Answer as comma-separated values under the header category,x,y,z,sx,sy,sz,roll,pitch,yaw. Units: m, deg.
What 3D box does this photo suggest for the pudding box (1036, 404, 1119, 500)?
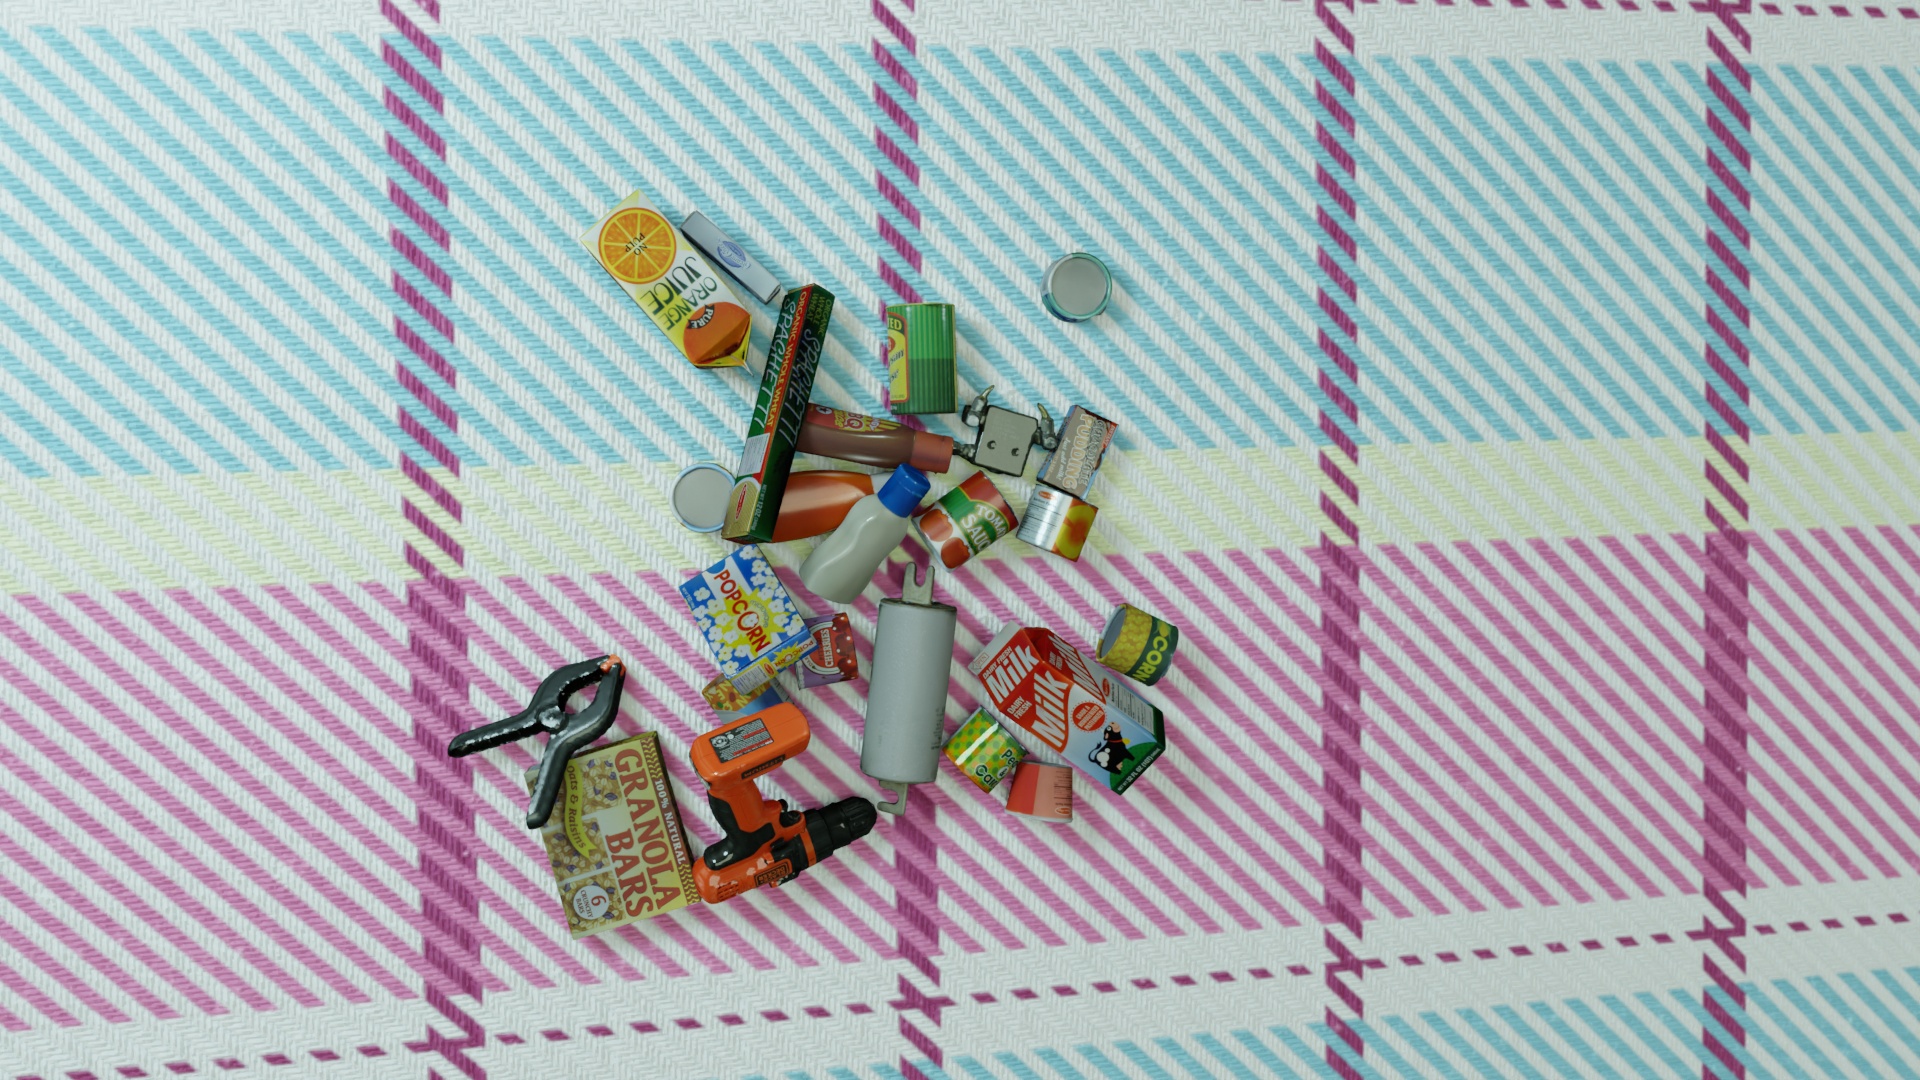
category,x,y,z,sx,sy,sz,roll,pitch,yaw
pudding box,0.116,-0.086,1.369,0.049,0.030,0.083,26,89,-10

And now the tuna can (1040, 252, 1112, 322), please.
category,x,y,z,sx,sy,sz,roll,pitch,yaw
tuna can,0.116,-0.246,1.359,0.071,0.033,0.071,0,93,-9

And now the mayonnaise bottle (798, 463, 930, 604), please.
category,x,y,z,sx,sy,sz,roll,pitch,yaw
mayonnaise bottle,-0.086,-0.007,1.304,0.065,0.041,0.147,24,114,-42

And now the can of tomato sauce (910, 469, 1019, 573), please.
category,x,y,z,sx,sy,sz,roll,pitch,yaw
can of tomato sauce,0.005,-0.017,1.334,0.083,0.071,0.071,-35,98,-5

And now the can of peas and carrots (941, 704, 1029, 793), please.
category,x,y,z,sx,sy,sz,roll,pitch,yaw
can of peas and carrots,0.025,0.205,1.348,0.059,0.071,0.071,-45,99,-3

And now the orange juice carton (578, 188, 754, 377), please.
category,x,y,z,sx,sy,sz,roll,pitch,yaw
orange juice carton,-0.255,-0.223,1.281,0.073,0.072,0.192,-42,98,-4

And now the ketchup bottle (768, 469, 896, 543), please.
category,x,y,z,sx,sy,sz,roll,pitch,yaw
ketchup bottle,-0.120,-0.039,1.326,0.149,0.043,0.064,-10,104,-9

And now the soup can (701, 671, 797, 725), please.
category,x,y,z,sx,sy,sz,roll,pitch,yaw
soup can,-0.197,0.159,1.312,0.071,0.071,0.083,-35,97,-6

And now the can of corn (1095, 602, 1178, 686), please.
category,x,y,z,sx,sy,sz,roll,pitch,yaw
can of corn,0.174,0.103,1.367,0.058,0.071,0.071,26,89,-9

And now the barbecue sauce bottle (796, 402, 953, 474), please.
category,x,y,z,sx,sy,sz,roll,pitch,yaw
barbecue sauce bottle,-0.082,-0.094,1.316,0.149,0.065,0.043,11,115,-7

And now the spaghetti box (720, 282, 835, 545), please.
category,x,y,z,sx,sy,sz,roll,pitch,yaw
spaghetti box,-0.167,-0.117,1.279,0.028,0.050,0.250,24,72,-36

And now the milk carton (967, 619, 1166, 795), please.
category,x,y,z,sx,sy,sz,roll,pitch,yaw
milk carton,0.103,0.154,1.347,0.190,0.074,0.072,37,112,-9

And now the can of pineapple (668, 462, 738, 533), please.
category,x,y,z,sx,sy,sz,roll,pitch,yaw
can of pineapple,-0.237,-0.041,1.300,0.071,0.058,0.071,0,93,-9

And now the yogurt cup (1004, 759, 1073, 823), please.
category,x,y,z,sx,sy,sz,roll,pitch,yaw
yogurt cup,0.080,0.245,1.363,0.072,0.072,0.054,9,84,-9

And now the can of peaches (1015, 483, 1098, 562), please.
category,x,y,z,sx,sy,sz,roll,pitch,yaw
can of peaches,0.095,-0.016,1.352,0.071,0.071,0.058,22,89,-10

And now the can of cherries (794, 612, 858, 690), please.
category,x,y,z,sx,sy,sz,roll,pitch,yaw
can of cherries,-0.130,0.105,1.318,0.058,0.071,0.071,-9,95,-9

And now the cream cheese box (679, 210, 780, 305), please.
category,x,y,z,sx,sy,sz,roll,pitch,yaw
cream cheese box,-0.213,-0.263,1.295,0.104,0.053,0.024,40,89,-9

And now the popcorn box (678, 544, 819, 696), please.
category,x,y,z,sx,sy,sz,roll,pitch,yaw
popcorn box,-0.196,0.071,1.285,0.085,0.038,0.127,-33,53,-6

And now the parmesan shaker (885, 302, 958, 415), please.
category,x,y,z,sx,sy,sz,roll,pitch,yaw
parmesan shaker,-0.036,-0.171,1.319,0.071,0.071,0.103,-3,93,-9

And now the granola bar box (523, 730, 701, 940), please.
category,x,y,z,sx,sy,sz,roll,pitch,yaw
granola bar box,-0.326,0.276,1.311,0.124,0.039,0.165,-16,95,-7
